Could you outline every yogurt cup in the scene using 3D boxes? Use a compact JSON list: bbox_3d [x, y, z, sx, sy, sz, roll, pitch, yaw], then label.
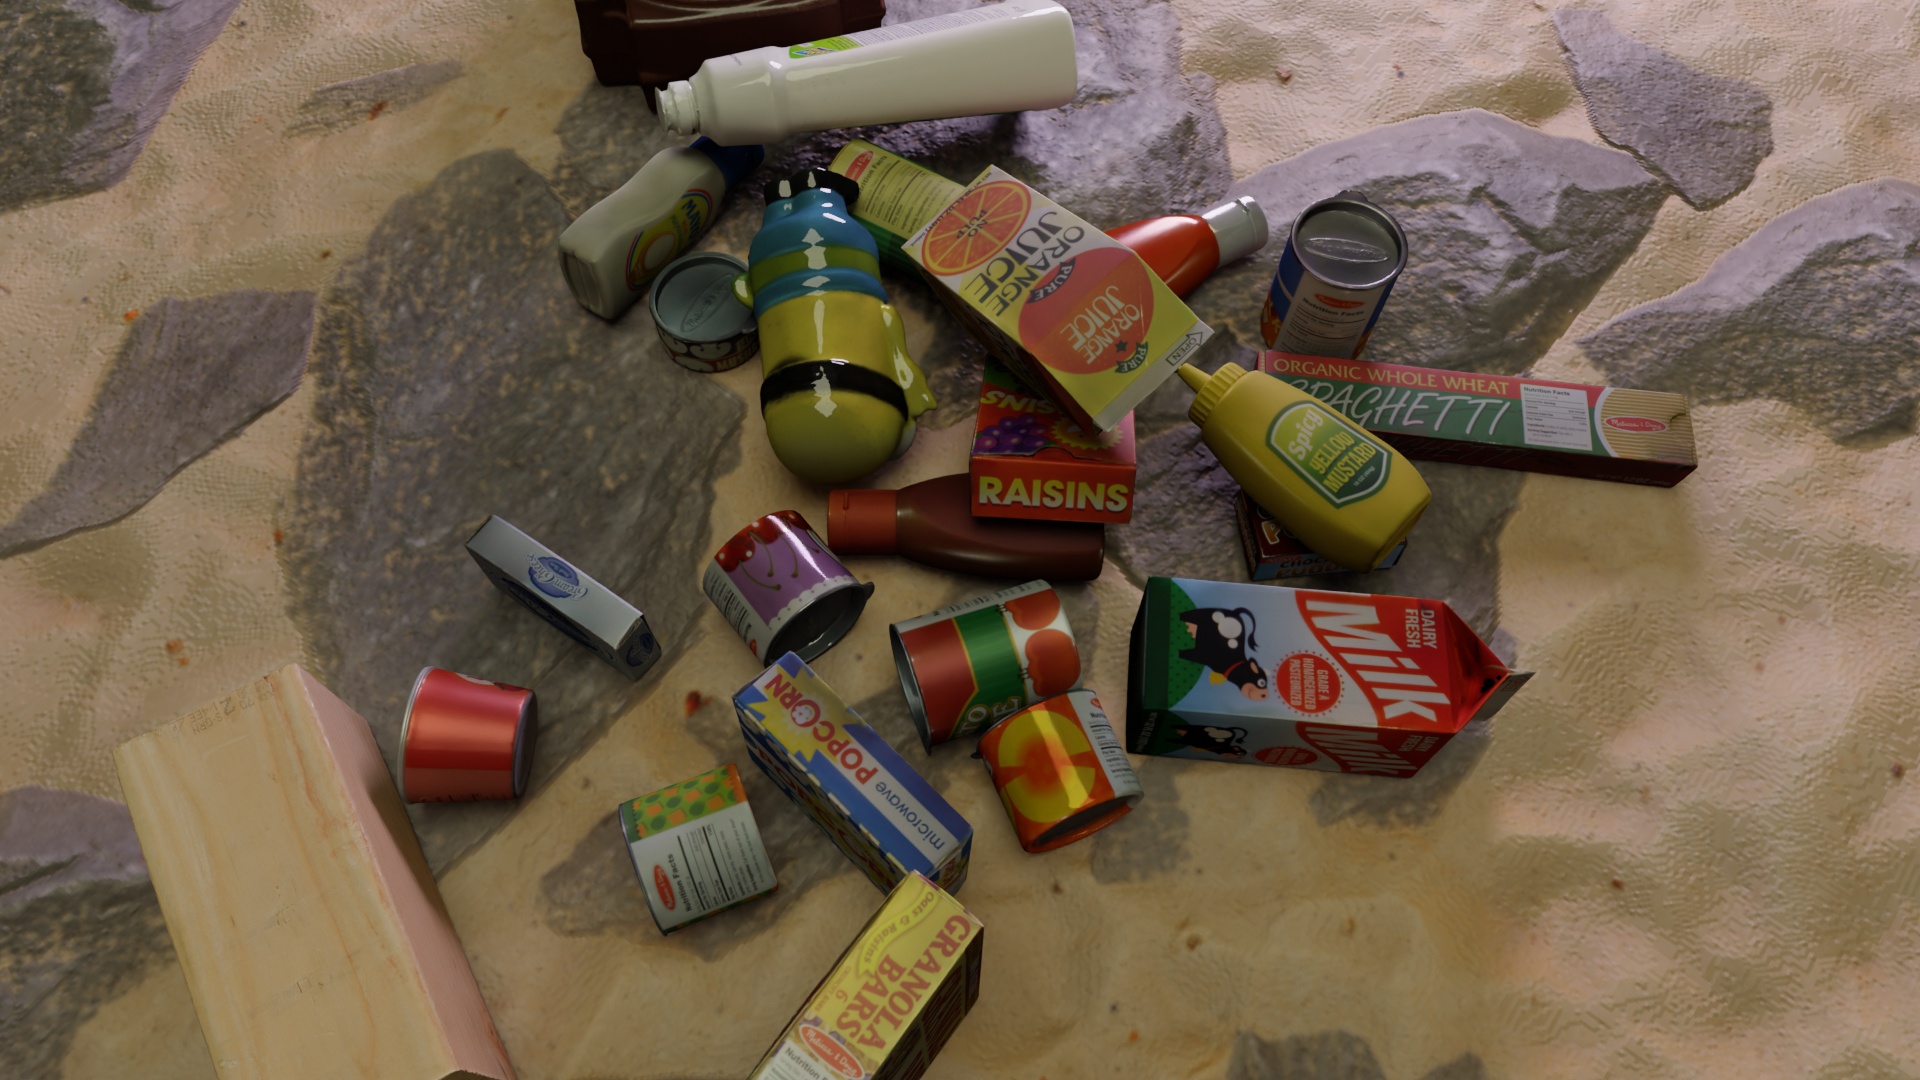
[{"bbox_3d":[-0.242,0.099,0.688,0.054,0.072,0.073,7,63,-7],"label":"yogurt cup"}]

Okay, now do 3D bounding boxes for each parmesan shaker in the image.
[{"bbox_3d":[-0.029,-0.190,0.839,0.103,0.071,0.071,27,66,11],"label":"parmesan shaker"}]

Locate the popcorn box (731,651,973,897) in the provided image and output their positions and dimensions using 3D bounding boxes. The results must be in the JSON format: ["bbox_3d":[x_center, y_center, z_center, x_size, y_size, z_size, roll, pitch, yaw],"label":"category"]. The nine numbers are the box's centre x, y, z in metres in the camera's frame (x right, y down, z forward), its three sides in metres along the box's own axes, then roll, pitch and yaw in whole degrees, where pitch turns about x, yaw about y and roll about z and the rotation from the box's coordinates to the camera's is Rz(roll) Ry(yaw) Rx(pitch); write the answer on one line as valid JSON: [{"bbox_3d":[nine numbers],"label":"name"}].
[{"bbox_3d":[-0.051,0.121,0.668,0.127,0.085,0.038,42,69,18],"label":"popcorn box"}]

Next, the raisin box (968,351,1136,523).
[{"bbox_3d":[0.052,-0.059,0.755,0.086,0.039,0.124,4,34,4],"label":"raisin box"}]

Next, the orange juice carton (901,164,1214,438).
[{"bbox_3d":[0.052,-0.120,0.723,0.072,0.073,0.193,-43,41,0],"label":"orange juice carton"}]

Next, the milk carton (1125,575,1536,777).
[{"bbox_3d":[0.184,0.072,0.706,0.191,0.072,0.074,5,63,1],"label":"milk carton"}]

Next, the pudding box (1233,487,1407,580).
[{"bbox_3d":[0.199,-0.009,0.771,0.084,0.030,0.050,-5,62,-4],"label":"pudding box"}]

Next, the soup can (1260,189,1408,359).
[{"bbox_3d":[0.217,-0.151,0.814,0.071,0.083,0.071,1,63,-1],"label":"soup can"}]

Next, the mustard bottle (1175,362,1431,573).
[{"bbox_3d":[0.172,-0.051,0.747,0.160,0.048,0.065,40,67,17],"label":"mustard bottle"}]

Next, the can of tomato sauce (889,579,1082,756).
[{"bbox_3d":[0.013,0.064,0.710,0.083,0.071,0.071,-17,65,-10],"label":"can of tomato sauce"}]

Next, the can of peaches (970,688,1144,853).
[{"bbox_3d":[0.047,0.115,0.686,0.071,0.071,0.058,-21,66,-12],"label":"can of peaches"}]

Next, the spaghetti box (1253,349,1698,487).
[{"bbox_3d":[0.294,-0.071,0.806,0.250,0.028,0.050,6,63,2],"label":"spaghetti box"}]

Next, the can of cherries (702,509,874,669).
[{"bbox_3d":[-0.090,0.025,0.727,0.072,0.071,0.058,-36,68,-17],"label":"can of cherries"}]

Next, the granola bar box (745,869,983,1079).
[{"bbox_3d":[-0.042,0.214,0.576,0.039,0.164,0.124,34,68,16],"label":"granola bar box"}]

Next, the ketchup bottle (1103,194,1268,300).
[{"bbox_3d":[0.116,-0.167,0.842,0.149,0.043,0.065,-26,59,-14],"label":"ketchup bottle"}]

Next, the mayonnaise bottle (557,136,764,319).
[{"bbox_3d":[-0.179,-0.202,0.844,0.041,0.064,0.149,32,63,15],"label":"mayonnaise bottle"}]

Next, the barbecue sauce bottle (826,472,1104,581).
[{"bbox_3d":[0.003,-0.010,0.759,0.149,0.043,0.065,1,51,0],"label":"barbecue sauce bottle"}]

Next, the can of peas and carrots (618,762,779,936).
[{"bbox_3d":[-0.125,0.146,0.666,0.059,0.070,0.071,-19,65,-11],"label":"can of peas and carrots"}]

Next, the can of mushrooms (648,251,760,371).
[{"bbox_3d":[-0.147,-0.134,0.825,0.071,0.033,0.071,1,62,-1],"label":"can of mushrooms"}]

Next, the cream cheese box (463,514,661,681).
[{"bbox_3d":[-0.207,0.031,0.728,0.104,0.053,0.024,31,69,14],"label":"cream cheese box"}]
